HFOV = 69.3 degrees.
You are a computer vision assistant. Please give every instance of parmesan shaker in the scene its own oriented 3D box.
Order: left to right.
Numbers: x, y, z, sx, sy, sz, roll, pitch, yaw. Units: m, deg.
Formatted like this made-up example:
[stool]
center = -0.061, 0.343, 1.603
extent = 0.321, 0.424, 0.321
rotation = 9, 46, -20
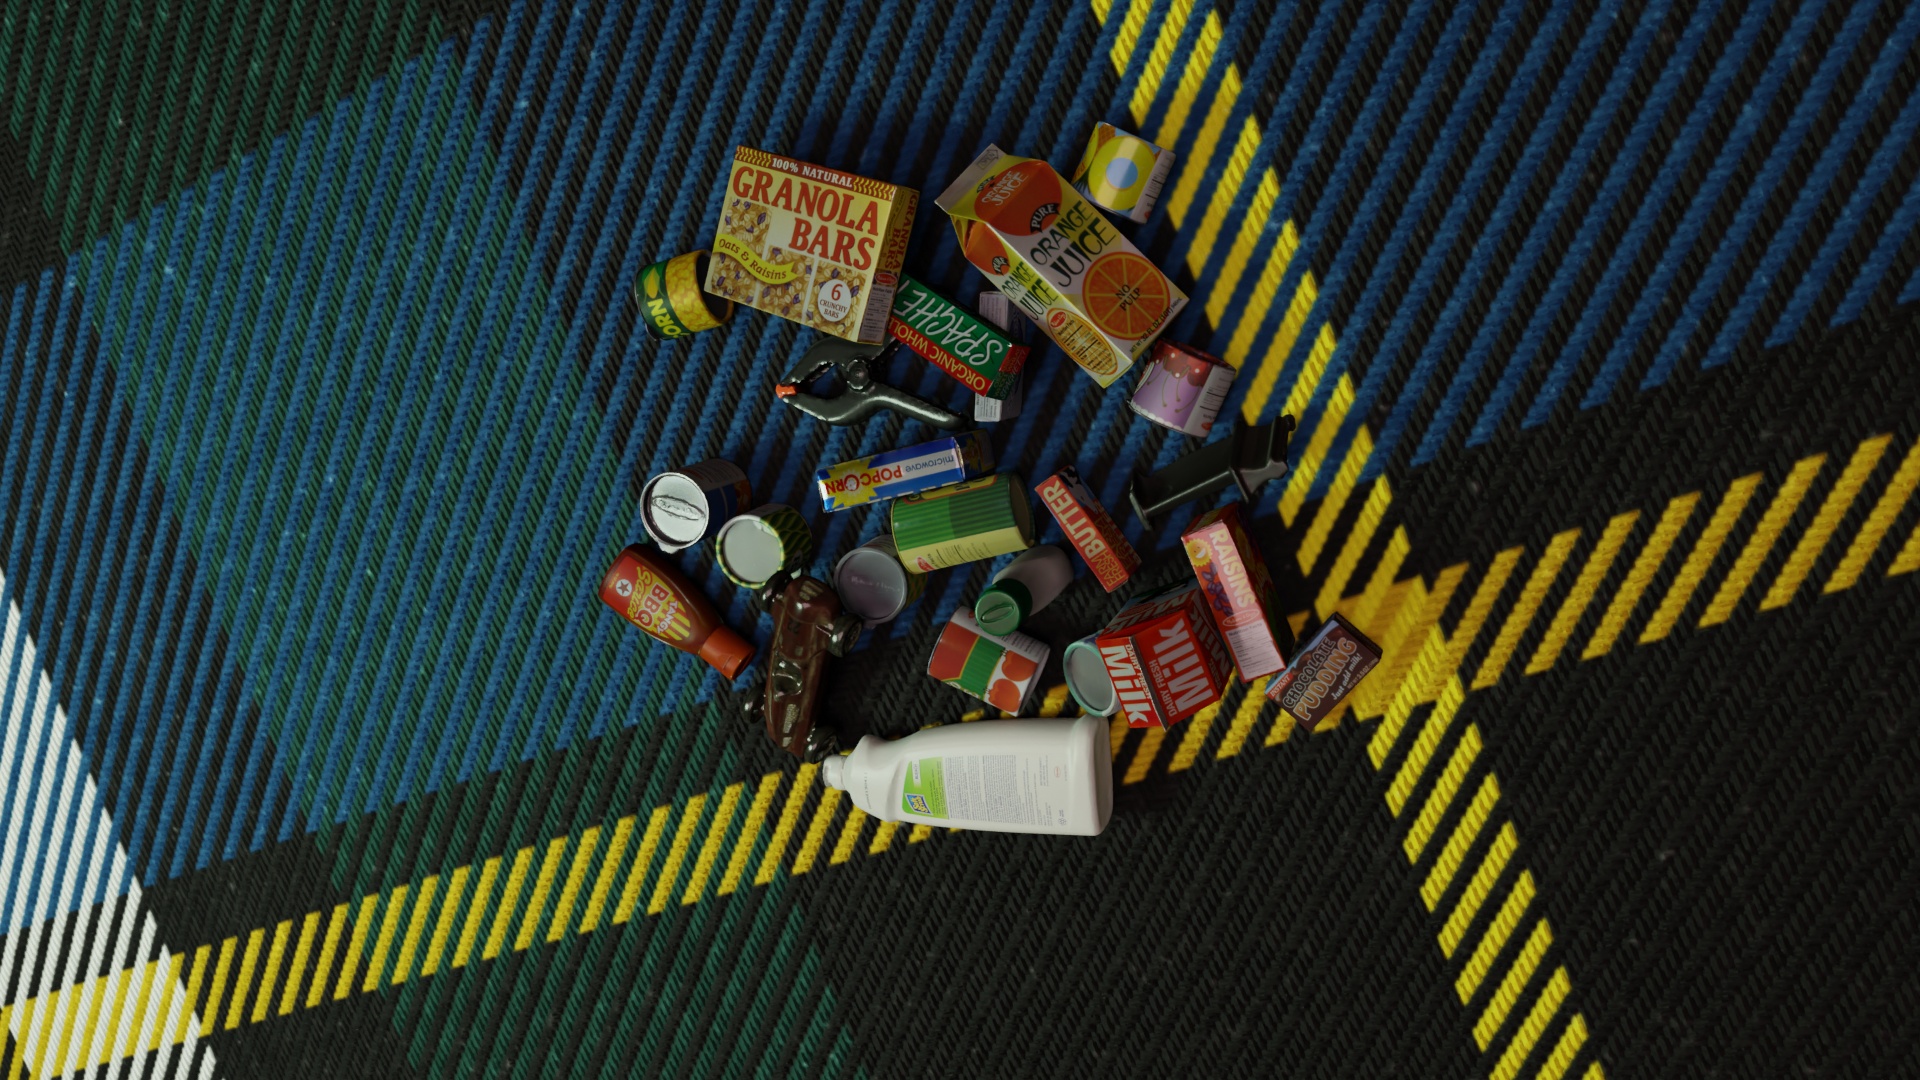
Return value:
[parmesan shaker]
center = 0.004, -0.014, 1.144
extent = 0.103, 0.071, 0.071
rotation = -13, 97, 17

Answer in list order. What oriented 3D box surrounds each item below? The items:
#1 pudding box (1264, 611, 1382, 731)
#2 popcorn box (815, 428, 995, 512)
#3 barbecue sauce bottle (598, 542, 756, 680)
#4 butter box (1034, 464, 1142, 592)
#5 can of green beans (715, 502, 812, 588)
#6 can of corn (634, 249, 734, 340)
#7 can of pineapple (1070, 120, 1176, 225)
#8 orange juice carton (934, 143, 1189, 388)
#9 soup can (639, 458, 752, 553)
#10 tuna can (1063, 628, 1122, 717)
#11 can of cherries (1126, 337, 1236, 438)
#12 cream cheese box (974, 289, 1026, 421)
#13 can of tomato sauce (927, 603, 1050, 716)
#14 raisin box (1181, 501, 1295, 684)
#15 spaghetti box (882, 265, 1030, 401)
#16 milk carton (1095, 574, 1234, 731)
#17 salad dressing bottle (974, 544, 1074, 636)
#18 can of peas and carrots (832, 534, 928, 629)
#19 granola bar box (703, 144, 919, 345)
[pudding box]
center = 0.286, 0.103, 1.095
extent = 0.050, 0.030, 0.083
rotation = 42, 109, 7
[popcorn box]
center = -0.044, -0.058, 1.138
extent = 0.126, 0.085, 0.038
rotation = -12, 96, 20
[barbecue sauce bottle]
center = -0.252, 0.068, 1.252
extent = 0.148, 0.044, 0.064
rotation = 36, 108, 8
[butter box]
center = 0.104, -0.011, 1.118
extent = 0.024, 0.053, 0.103
rotation = -36, 89, 23
[can of green beans]
center = -0.170, 0.005, 1.205
extent = 0.071, 0.058, 0.071
rotation = 4, 102, 17
[can of corn]
center = -0.234, -0.206, 1.178
extent = 0.058, 0.071, 0.071
rotation = -12, 97, 19
[can of pineapple]
center = 0.120, -0.279, 1.053
extent = 0.071, 0.071, 0.057
rotation = 28, 107, 11
[orange juice carton]
center = 0.072, -0.213, 1.052
extent = 0.192, 0.073, 0.072
rotation = 43, 74, -3
[soup can]
center = -0.228, -0.031, 1.203
extent = 0.071, 0.084, 0.071
rotation = 4, 102, 17
[tuna can]
center = 0.115, 0.107, 1.132
extent = 0.071, 0.033, 0.070
rotation = 32, 132, 44
[can of cherries]
center = 0.169, -0.119, 1.070
extent = 0.071, 0.072, 0.058
rotation = 25, 107, 11
[cream cheese box]
center = 0.033, -0.149, 1.114
extent = 0.024, 0.053, 0.103
rotation = 6, 102, 19
[can of tomato sauce]
center = 0.023, 0.102, 1.159
extent = 0.083, 0.071, 0.071
rotation = 25, 107, 11
[raisin box]
center = 0.217, 0.038, 1.074
extent = 0.040, 0.086, 0.123
rotation = -22, 93, 22
[spaghetti box]
center = -0.052, -0.194, 1.109
extent = 0.250, 0.029, 0.050
rotation = 37, 110, 25
[milk carton]
center = 0.157, 0.083, 1.046
extent = 0.073, 0.191, 0.072
rotation = -21, 94, 20
[salad dressing bottle]
center = 0.049, 0.039, 1.095
extent = 0.064, 0.148, 0.044
rotation = -23, 94, 21
[can of peas and carrots]
center = -0.067, 0.034, 1.178
extent = 0.071, 0.059, 0.070
rotation = 4, 103, 17
[granola bar box]
center = -0.120, -0.237, 1.109
extent = 0.166, 0.039, 0.124
rotation = 22, 103, 30
